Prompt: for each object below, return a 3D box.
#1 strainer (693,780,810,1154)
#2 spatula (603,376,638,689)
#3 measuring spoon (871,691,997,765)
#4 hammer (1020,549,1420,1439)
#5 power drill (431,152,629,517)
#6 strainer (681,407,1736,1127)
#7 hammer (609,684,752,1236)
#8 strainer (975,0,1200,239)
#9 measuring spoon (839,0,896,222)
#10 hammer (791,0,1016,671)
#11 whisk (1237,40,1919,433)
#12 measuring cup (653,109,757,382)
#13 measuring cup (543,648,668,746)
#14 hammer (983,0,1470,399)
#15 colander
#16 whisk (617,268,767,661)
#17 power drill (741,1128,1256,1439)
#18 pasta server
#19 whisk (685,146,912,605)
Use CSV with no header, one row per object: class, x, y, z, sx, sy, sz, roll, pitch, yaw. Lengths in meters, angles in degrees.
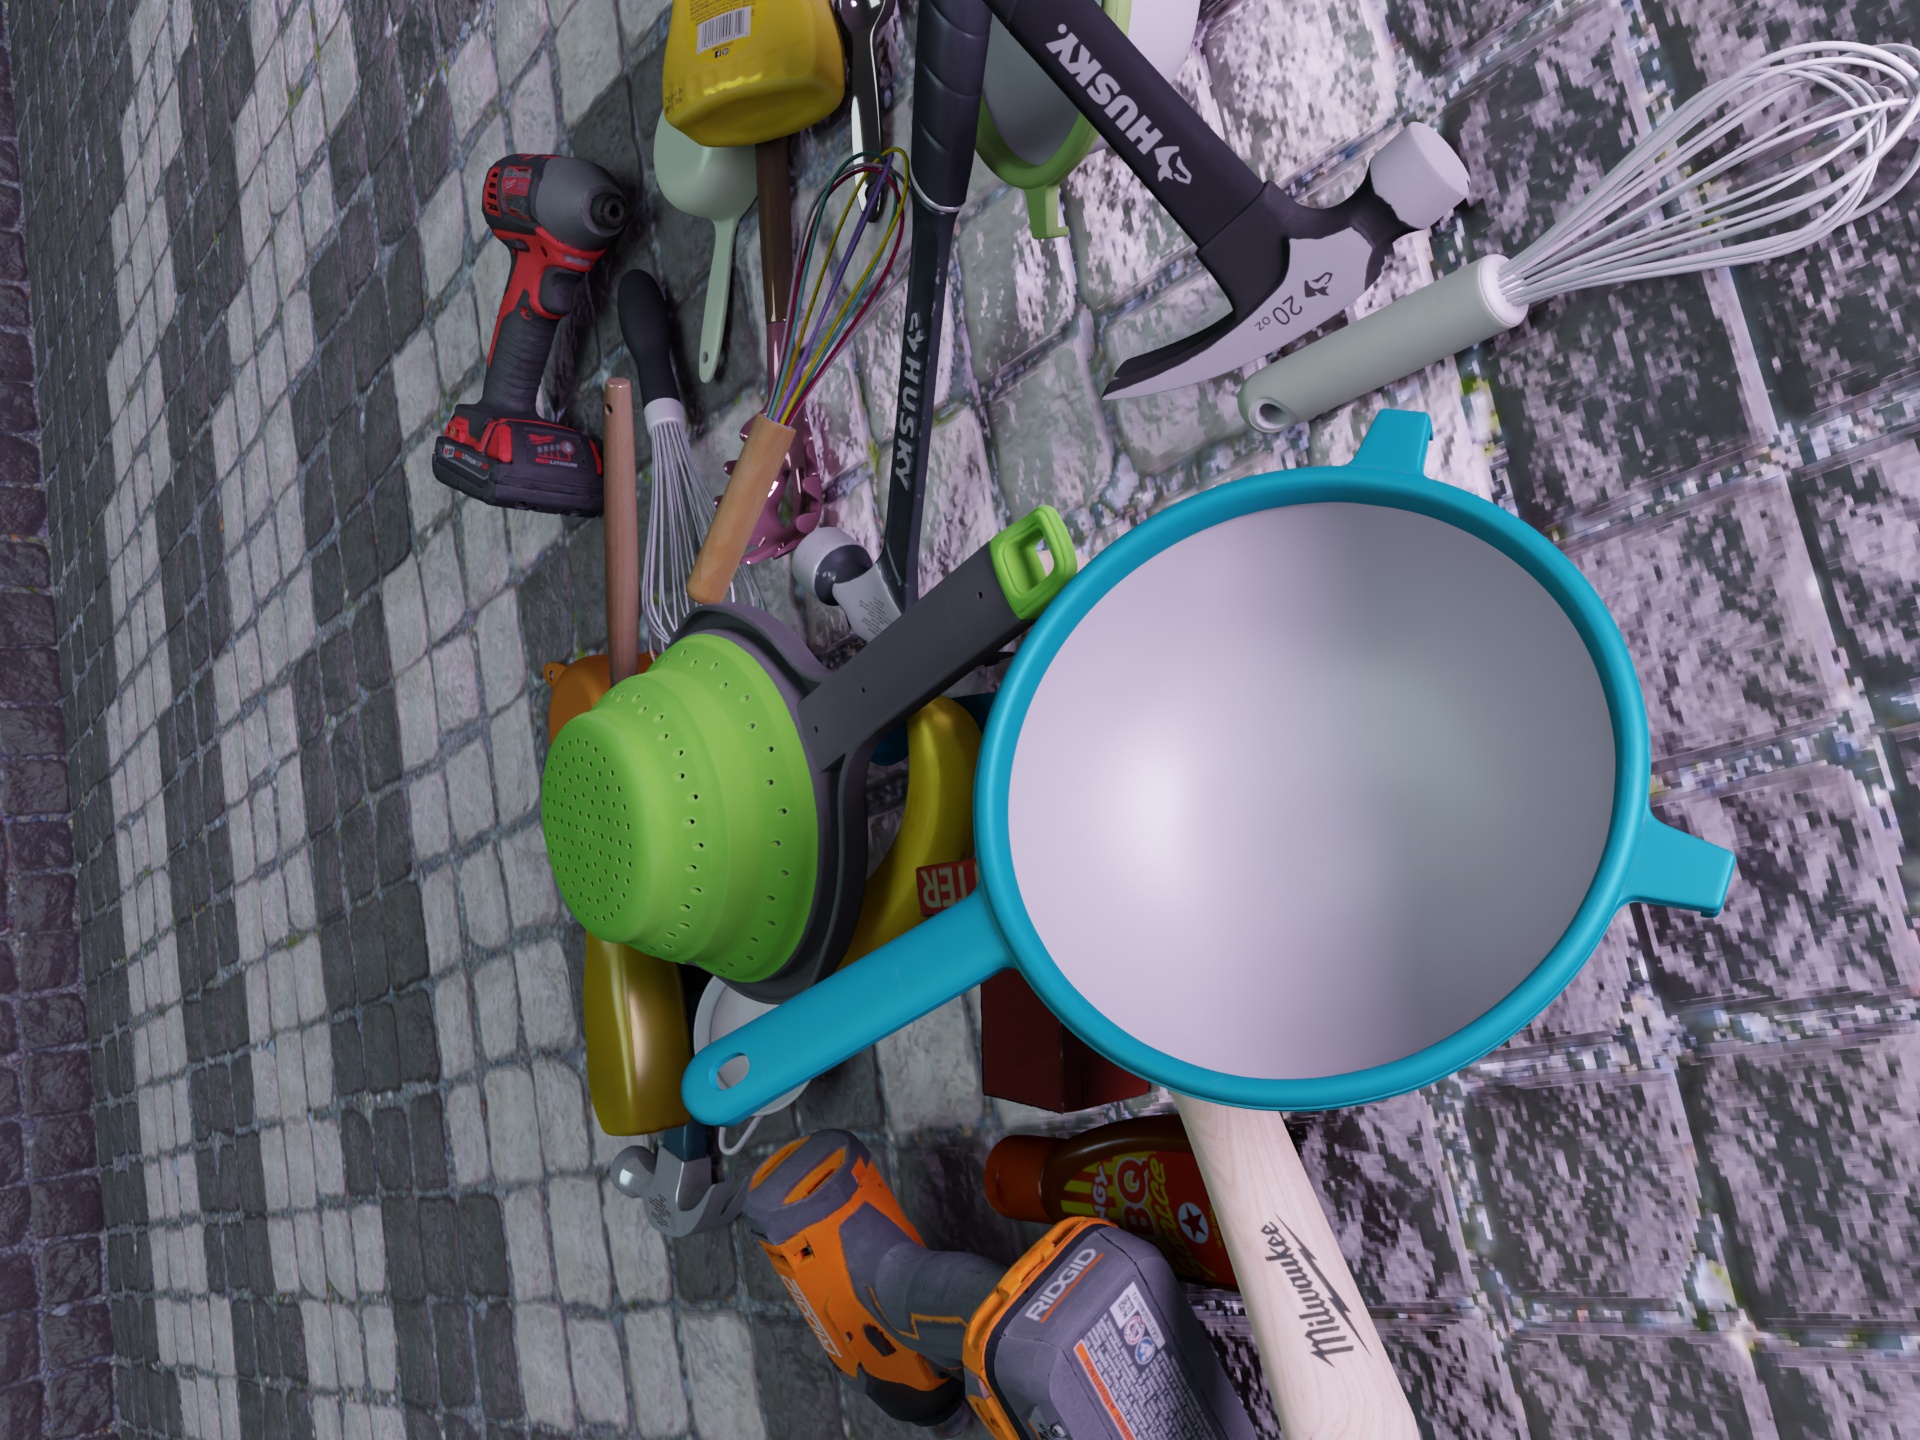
strainer,-0.096,0.099,0.849,0.087,0.050,0.258,5,89,32
spatula,-0.188,-0.038,0.882,0.060,0.018,0.315,26,127,28
measuring spoon,-0.001,-0.002,0.755,0.129,0.021,0.042,-4,98,41
hammer,0.078,0.114,0.582,0.038,0.146,0.411,115,142,-57
power drill,-0.266,-0.248,1.016,0.143,0.078,0.219,24,107,47
strainer,0.064,0.061,0.543,0.340,0.095,0.211,-31,58,13
hammer,-0.153,0.140,0.921,0.128,0.033,0.331,15,102,50
strainer,0.065,-0.316,0.588,0.256,0.069,0.152,121,134,-56
measuring spoon,-0.042,-0.313,0.796,0.034,0.018,0.124,10,105,43
hammer,-0.010,-0.204,0.667,0.149,0.036,0.408,41,135,40
whisk,0.182,-0.143,0.512,0.246,0.057,0.059,-19,43,52
measuring cup,-0.148,-0.277,0.898,0.083,0.038,0.167,14,100,49
measuring cup,-0.244,-0.010,1.009,0.174,0.052,0.095,23,109,45
hammer,0.011,-0.258,0.550,0.334,0.035,0.146,44,128,-12
colander,-0.096,0.014,0.718,0.397,0.094,0.205,-36,69,47
whisk,-0.163,-0.147,0.914,0.070,0.070,0.285,-38,58,44
power drill,0.011,0.268,0.675,0.226,0.084,0.164,-2,120,53
pasta server,-0.102,-0.239,0.847,0.060,0.040,0.316,-5,85,32
whisk,-0.082,-0.167,0.788,0.047,0.051,0.245,32,105,24
